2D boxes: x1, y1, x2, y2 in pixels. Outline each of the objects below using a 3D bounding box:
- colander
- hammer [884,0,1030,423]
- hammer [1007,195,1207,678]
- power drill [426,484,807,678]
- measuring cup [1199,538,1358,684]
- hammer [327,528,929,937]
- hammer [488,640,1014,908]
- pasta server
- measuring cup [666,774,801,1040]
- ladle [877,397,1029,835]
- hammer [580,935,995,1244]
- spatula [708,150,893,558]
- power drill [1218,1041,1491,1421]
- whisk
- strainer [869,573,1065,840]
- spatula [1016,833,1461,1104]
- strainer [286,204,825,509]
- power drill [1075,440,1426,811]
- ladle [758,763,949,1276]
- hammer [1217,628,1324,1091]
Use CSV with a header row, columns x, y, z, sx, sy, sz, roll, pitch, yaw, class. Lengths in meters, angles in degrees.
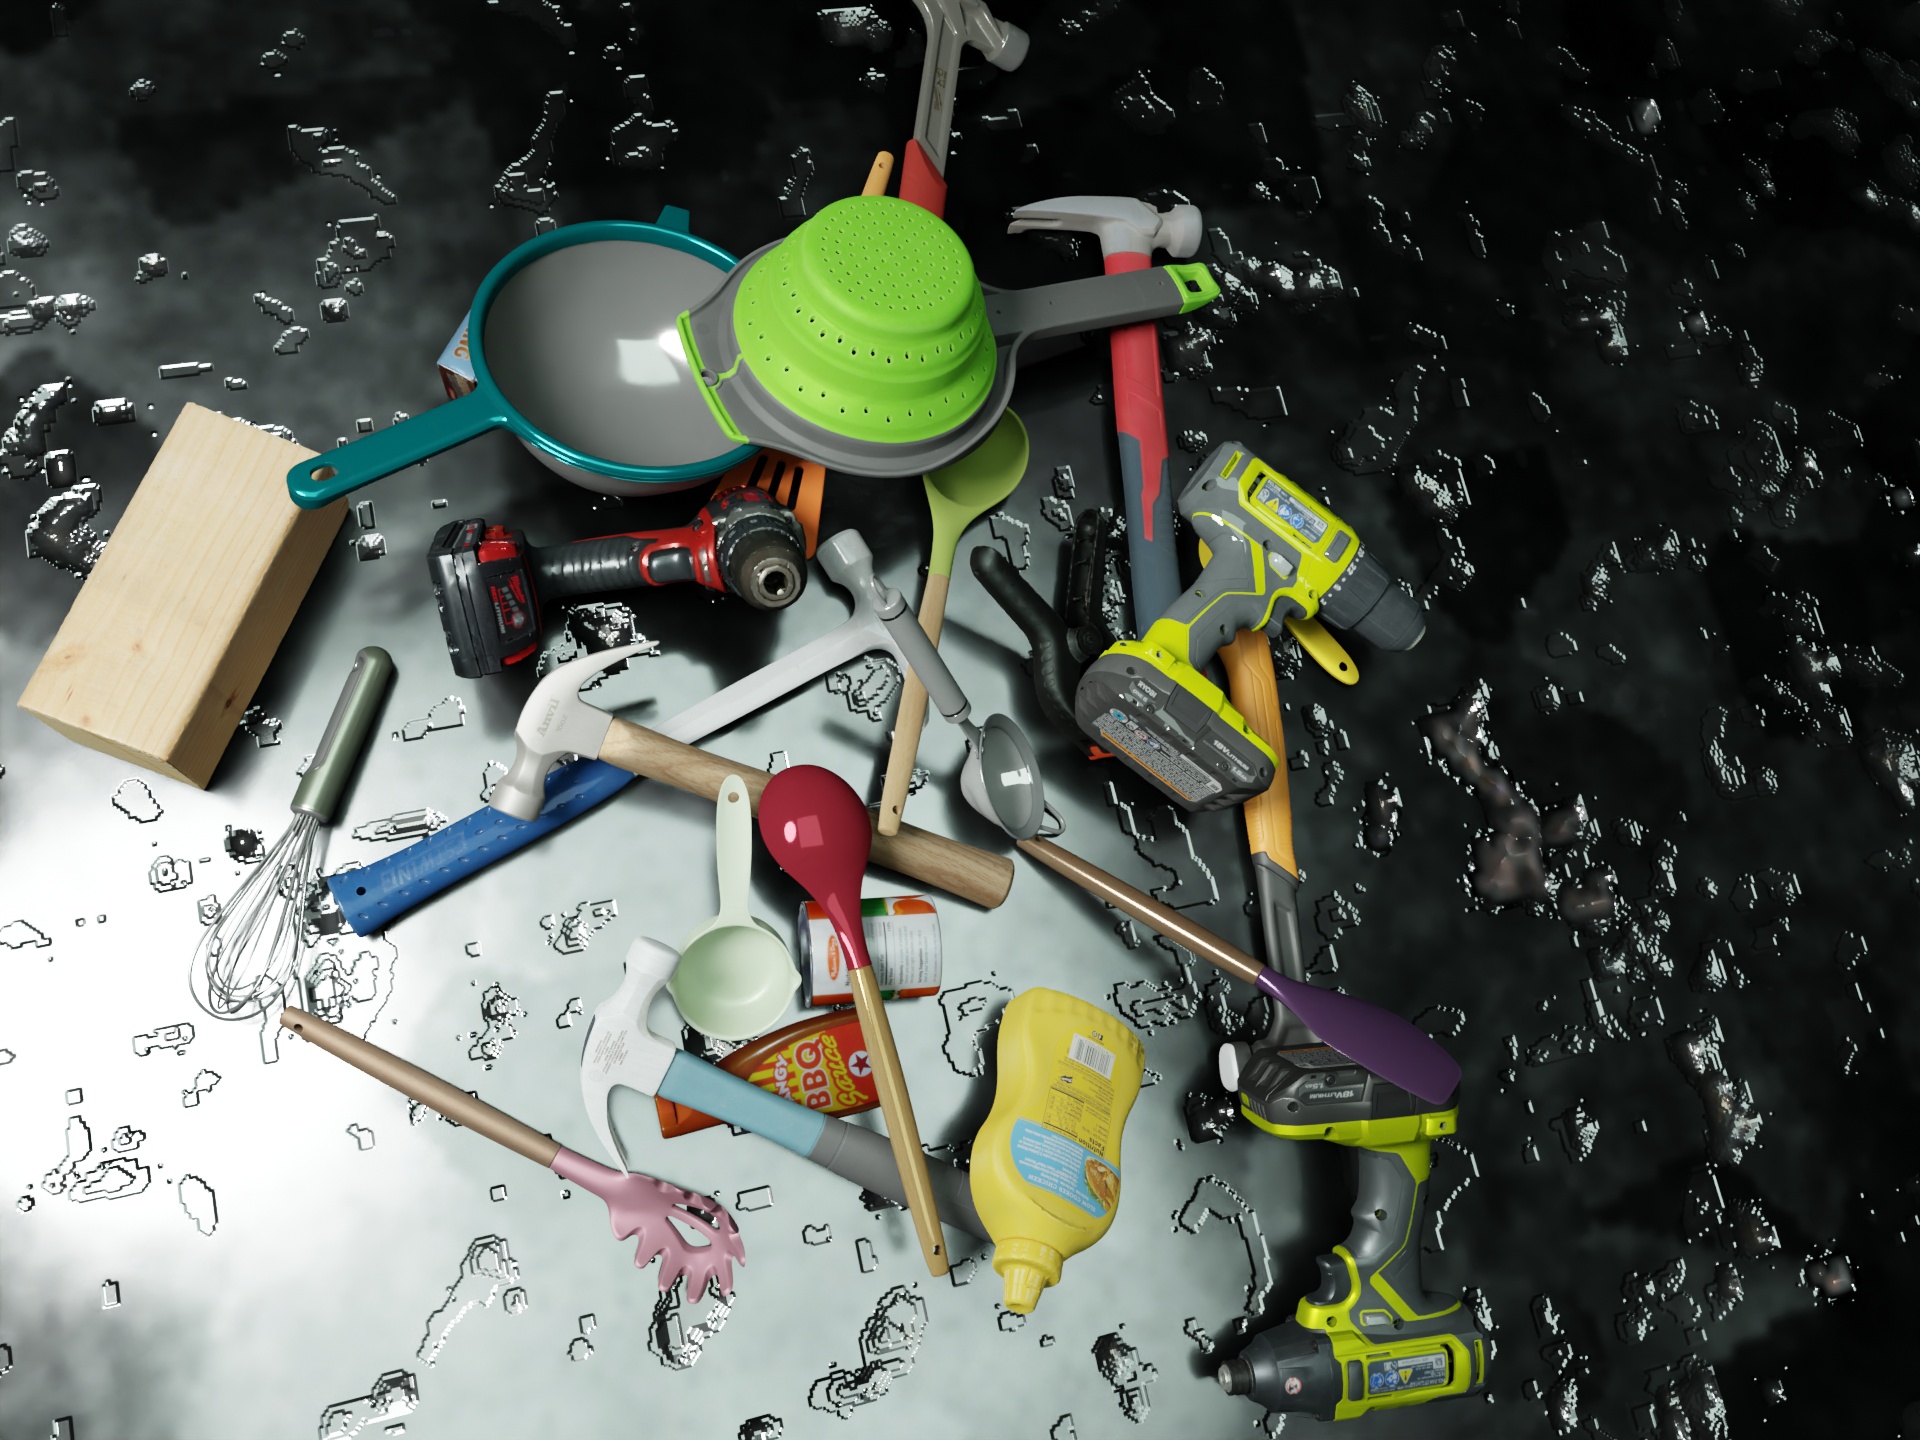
x,y,z,sx,sy,sz,roll,pitch,yaw,class
0.017,-0.284,1.045,0.397,0.094,0.205,-16,68,-24,colander
-0.036,-0.369,1.141,0.149,0.037,0.359,15,76,-30,hammer
0.117,-0.197,1.143,0.143,0.038,0.386,-1,76,-10,hammer
-0.204,-0.090,0.982,0.226,0.188,0.080,-12,110,-10,power drill
0.236,-0.089,1.142,0.062,0.029,0.156,-40,85,-17,measuring cup
-0.204,0.025,1.027,0.405,0.035,0.144,-29,83,-16,hammer
-0.116,0.048,1.008,0.331,0.031,0.130,21,88,-17,hammer
-0.270,0.253,0.956,0.316,0.040,0.060,28,99,-1,pasta server
-0.142,0.113,0.988,0.083,0.038,0.167,-1,99,-11,measuring cup
-0.013,-0.075,1.052,0.078,0.062,0.320,22,62,-22,ladle
-0.075,0.255,0.962,0.331,0.033,0.128,28,88,-15,hammer
-0.097,-0.269,1.130,0.081,0.041,0.323,18,70,-6,spatula
0.243,0.322,1.002,0.171,0.080,0.223,-2,91,-12,power drill
-0.403,0.064,0.975,0.059,0.058,0.246,33,64,-38,whisk
-0.002,-0.003,1.006,0.050,0.258,0.087,-11,46,22,strainer
0.170,0.149,1.014,0.316,0.018,0.060,28,36,22,spatula
-0.263,-0.191,1.021,0.340,0.095,0.211,-31,74,-27,strainer
0.198,-0.054,1.067,0.190,0.080,0.228,37,67,-5,power drill
-0.055,0.174,0.952,0.069,0.031,0.315,-12,80,-22,ladle
0.222,0.079,1.096,0.127,0.034,0.337,-3,77,-11,hammer
